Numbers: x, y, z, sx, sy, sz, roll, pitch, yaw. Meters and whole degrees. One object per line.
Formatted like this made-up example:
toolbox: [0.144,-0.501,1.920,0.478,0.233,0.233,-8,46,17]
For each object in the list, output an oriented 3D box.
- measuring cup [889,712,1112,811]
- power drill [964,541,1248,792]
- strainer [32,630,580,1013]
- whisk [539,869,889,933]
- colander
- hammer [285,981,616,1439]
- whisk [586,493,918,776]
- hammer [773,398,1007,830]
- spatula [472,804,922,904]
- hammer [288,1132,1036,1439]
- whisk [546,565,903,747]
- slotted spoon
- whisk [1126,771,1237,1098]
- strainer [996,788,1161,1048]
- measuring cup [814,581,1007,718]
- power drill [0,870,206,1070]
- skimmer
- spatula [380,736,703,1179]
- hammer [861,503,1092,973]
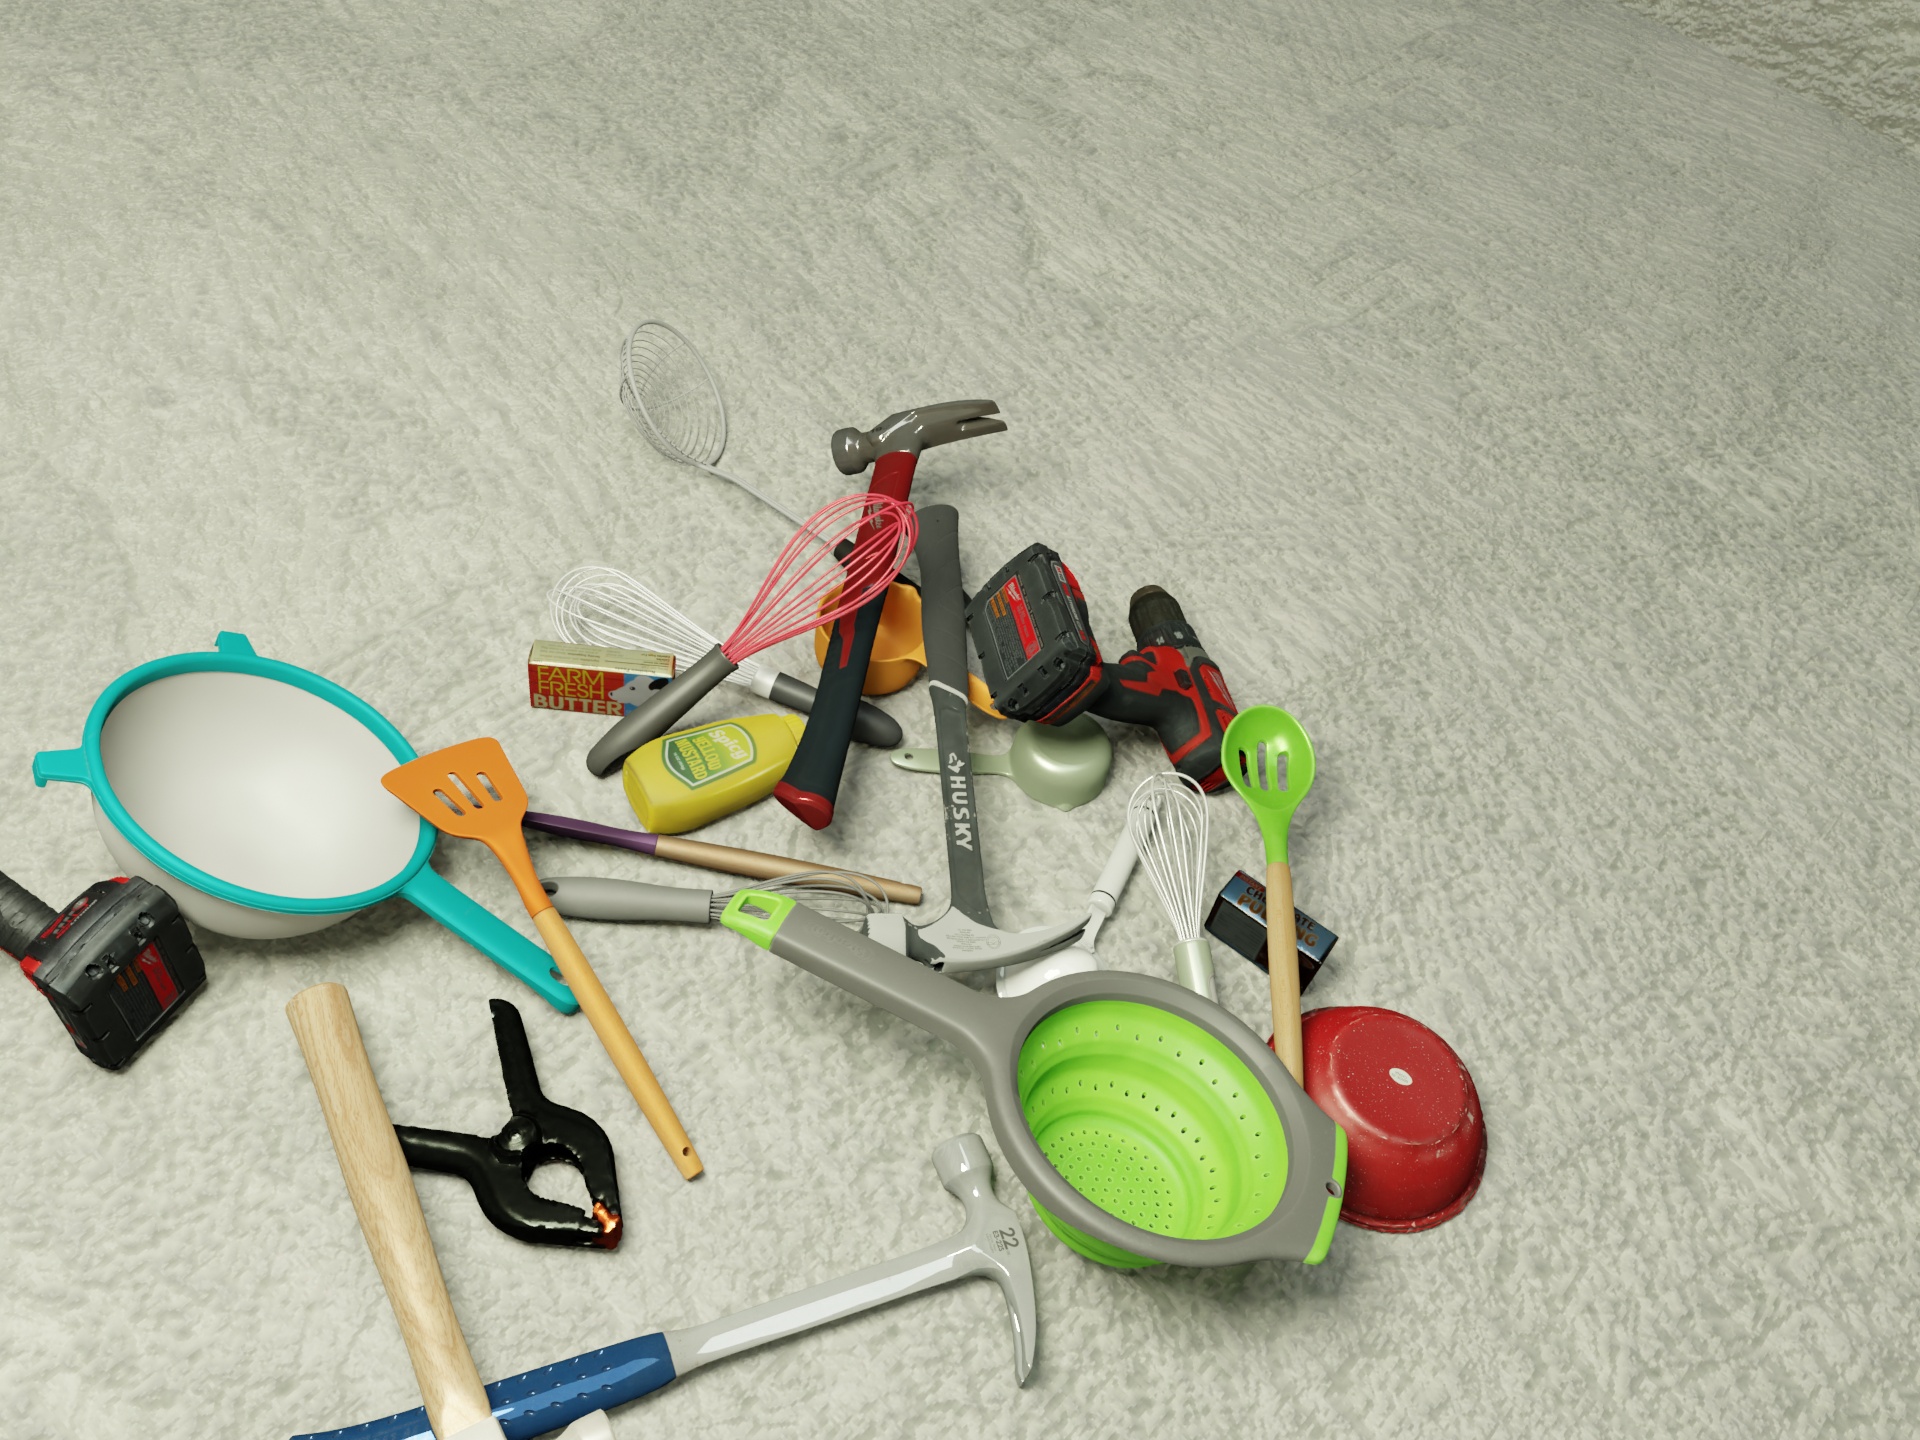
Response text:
measuring cup: [0.032,0.022,1.178,0.167,0.038,0.083,3,50,-12]
power drill: [0.113,-0.052,1.186,0.226,0.080,0.188,21,40,-38]
strainer: [-0.393,0.100,0.999,0.340,0.095,0.211,37,27,-8]
whisk: [-0.166,0.120,1.051,0.239,0.055,0.055,4,50,-3]
colander: [0.029,0.220,0.957,0.397,0.094,0.205,26,37,6]
hammer: [-0.305,0.278,0.855,0.130,0.031,0.332,-18,54,-25]
whisk: [-0.148,-0.058,1.110,0.296,0.073,0.073,-39,61,5]
hammer: [-0.058,-0.089,1.156,0.143,0.038,0.387,-8,49,22]
spatula: [-0.181,0.089,1.079,0.316,0.060,0.018,12,84,-7]
hammer: [-0.147,0.349,0.869,0.405,0.035,0.144,-12,54,-21]
whisk: [-0.174,-0.042,1.182,0.284,0.070,0.070,23,49,1]
slotted spoon: [0.214,0.121,1.076,0.070,0.031,0.314,8,52,-4]
whisk: [0.156,0.145,1.082,0.059,0.057,0.247,-15,61,14]
strainer: [0.094,0.131,1.101,0.087,0.050,0.258,35,47,-3]
measuring cup: [-0.036,-0.038,1.208,0.174,0.052,0.095,36,52,15]
power drill: [-0.560,0.100,0.922,0.220,0.143,0.079,28,54,9]
skimmer: [-0.134,-0.199,1.296,0.363,0.090,0.127,35,21,14]
spatula: [-0.248,0.143,0.987,0.081,0.041,0.323,-25,75,-36]
hammer: [-0.002,-0.004,1.130,0.149,0.036,0.409,3,51,-10]
